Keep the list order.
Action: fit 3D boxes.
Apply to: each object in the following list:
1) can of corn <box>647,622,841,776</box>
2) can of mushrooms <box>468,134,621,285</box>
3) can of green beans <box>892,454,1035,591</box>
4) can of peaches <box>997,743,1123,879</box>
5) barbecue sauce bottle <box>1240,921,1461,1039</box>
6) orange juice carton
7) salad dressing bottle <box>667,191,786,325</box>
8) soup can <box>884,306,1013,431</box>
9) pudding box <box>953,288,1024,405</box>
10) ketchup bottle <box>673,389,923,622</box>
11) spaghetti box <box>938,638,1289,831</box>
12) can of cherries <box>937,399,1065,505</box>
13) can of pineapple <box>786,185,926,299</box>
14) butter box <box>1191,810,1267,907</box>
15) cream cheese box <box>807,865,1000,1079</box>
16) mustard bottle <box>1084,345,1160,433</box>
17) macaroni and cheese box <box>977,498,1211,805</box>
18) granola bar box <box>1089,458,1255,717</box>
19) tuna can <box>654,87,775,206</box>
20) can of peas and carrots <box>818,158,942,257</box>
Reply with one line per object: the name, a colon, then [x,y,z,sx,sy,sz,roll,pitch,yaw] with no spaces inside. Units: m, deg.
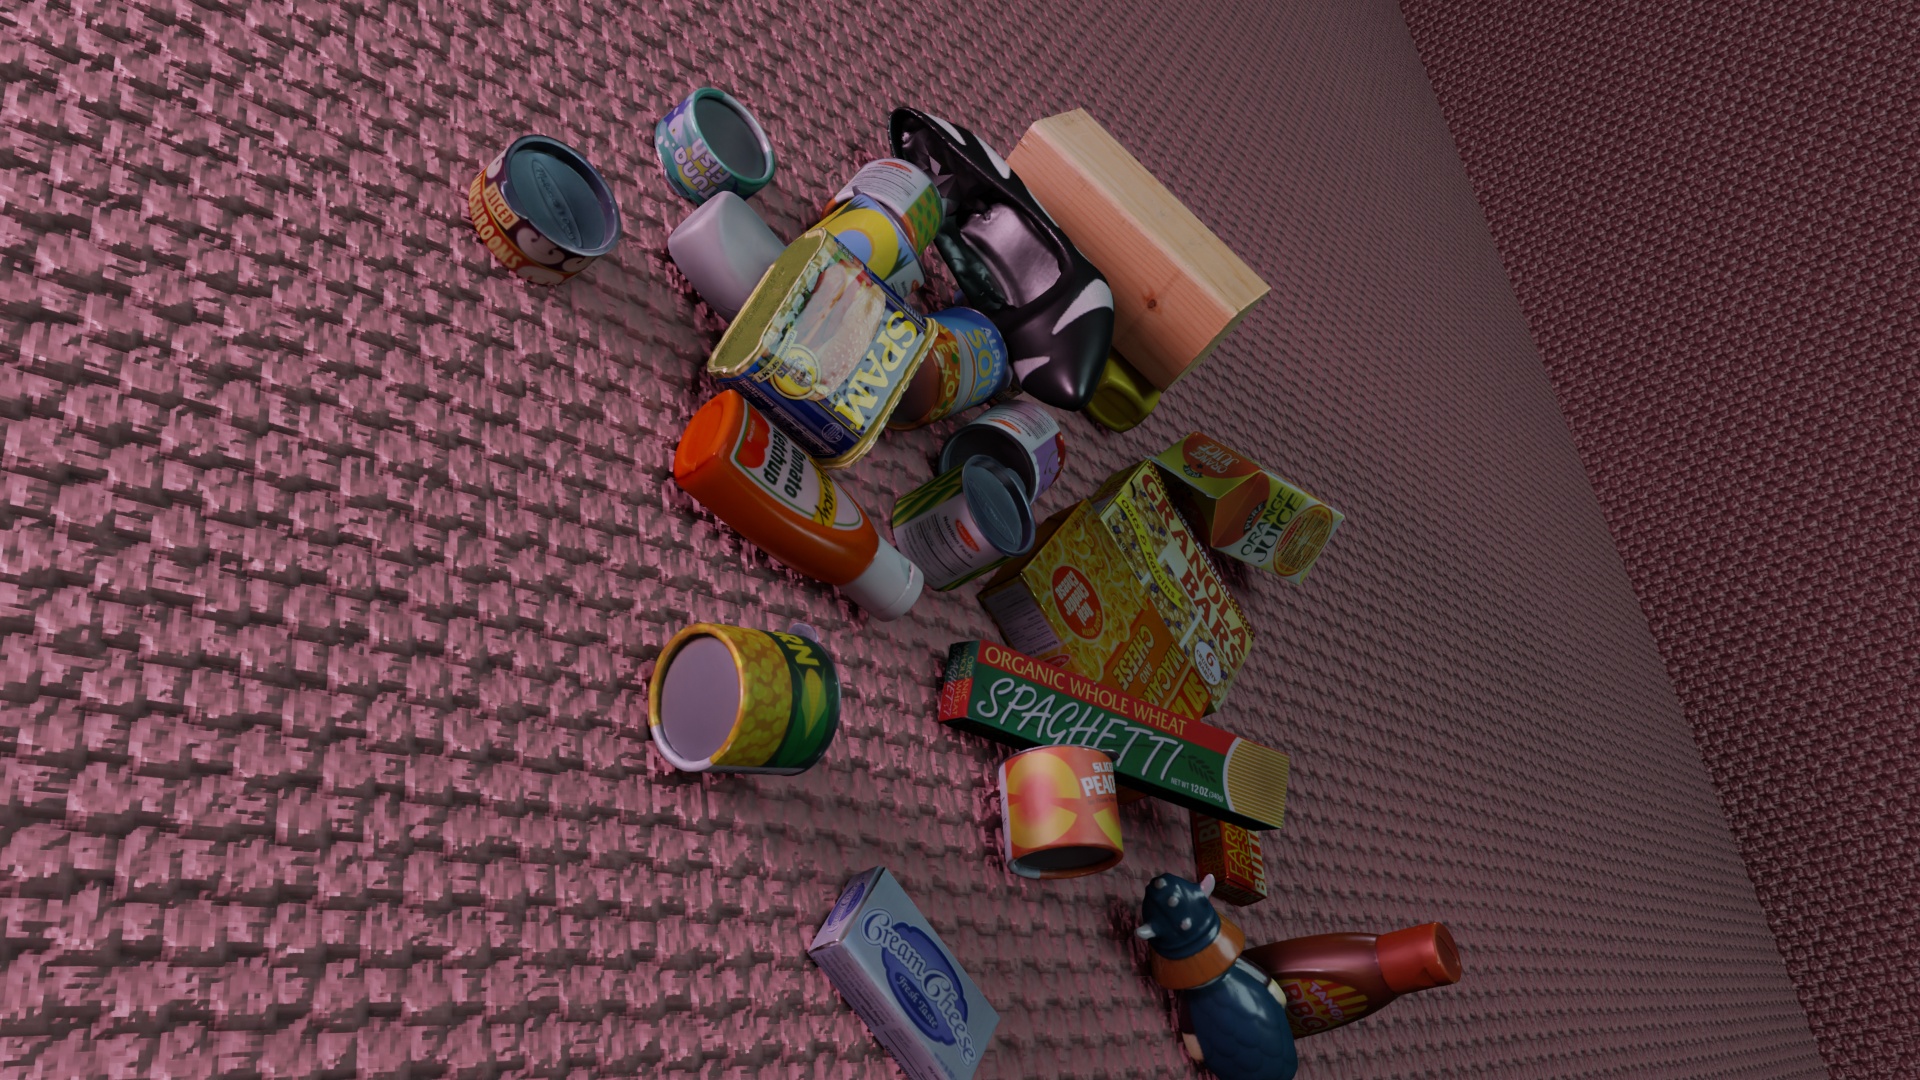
can of corn: [-0.097,0.069,0.623,0.058,0.071,0.071,14,56,-50]
can of mushrooms: [-0.203,-0.160,0.674,0.071,0.033,0.071,34,42,-38]
can of green beans: [0.002,-0.010,0.828,0.071,0.057,0.071,34,42,-37]
can of peaches: [0.058,0.152,0.777,0.071,0.071,0.058,28,47,-42]
barbecue sauce bottle: [0.234,0.272,0.864,0.064,0.148,0.044,52,33,-17]
orange juice carton: [0.222,-0.028,1.112,0.192,0.073,0.072,19,15,-48]
salad dressing bottle: [-0.100,-0.127,0.786,0.147,0.044,0.064,49,34,-24]
soup can: [-0.016,-0.106,0.862,0.084,0.071,0.071,-29,92,-57]
pudding box: [0.021,-0.141,0.976,0.049,0.030,0.084,34,42,-35]
ketchup bottle: [-0.081,-0.011,0.727,0.148,0.043,0.065,42,32,-30]
spaghetti box: [0.099,0.120,0.836,0.250,0.028,0.050,23,65,-27]
can of cherries: [0.026,-0.049,0.889,0.071,0.071,0.059,59,32,-7]
can of pineapple: [-0.064,-0.164,0.825,0.071,0.058,0.071,50,-8,11]
butter box: [0.184,0.197,0.964,0.053,0.024,0.104,33,43,-39]
cream cheese box: [-0.025,0.212,0.661,0.103,0.024,0.054,55,33,-12]
mustard bottle: [0.131,-0.155,1.123,0.065,0.048,0.161,39,39,-21]
macaroni and cheese box: [0.092,0.071,0.912,0.166,0.040,0.124,57,34,-8]
granola bar box: [0.149,0.035,1.019,0.165,0.039,0.125,58,32,-8]
tuna can: [-0.143,-0.226,0.806,0.071,0.032,0.071,34,41,-37]
can of peas and carrots: [-0.051,-0.201,0.889,0.071,0.070,0.059,51,35,-18]
